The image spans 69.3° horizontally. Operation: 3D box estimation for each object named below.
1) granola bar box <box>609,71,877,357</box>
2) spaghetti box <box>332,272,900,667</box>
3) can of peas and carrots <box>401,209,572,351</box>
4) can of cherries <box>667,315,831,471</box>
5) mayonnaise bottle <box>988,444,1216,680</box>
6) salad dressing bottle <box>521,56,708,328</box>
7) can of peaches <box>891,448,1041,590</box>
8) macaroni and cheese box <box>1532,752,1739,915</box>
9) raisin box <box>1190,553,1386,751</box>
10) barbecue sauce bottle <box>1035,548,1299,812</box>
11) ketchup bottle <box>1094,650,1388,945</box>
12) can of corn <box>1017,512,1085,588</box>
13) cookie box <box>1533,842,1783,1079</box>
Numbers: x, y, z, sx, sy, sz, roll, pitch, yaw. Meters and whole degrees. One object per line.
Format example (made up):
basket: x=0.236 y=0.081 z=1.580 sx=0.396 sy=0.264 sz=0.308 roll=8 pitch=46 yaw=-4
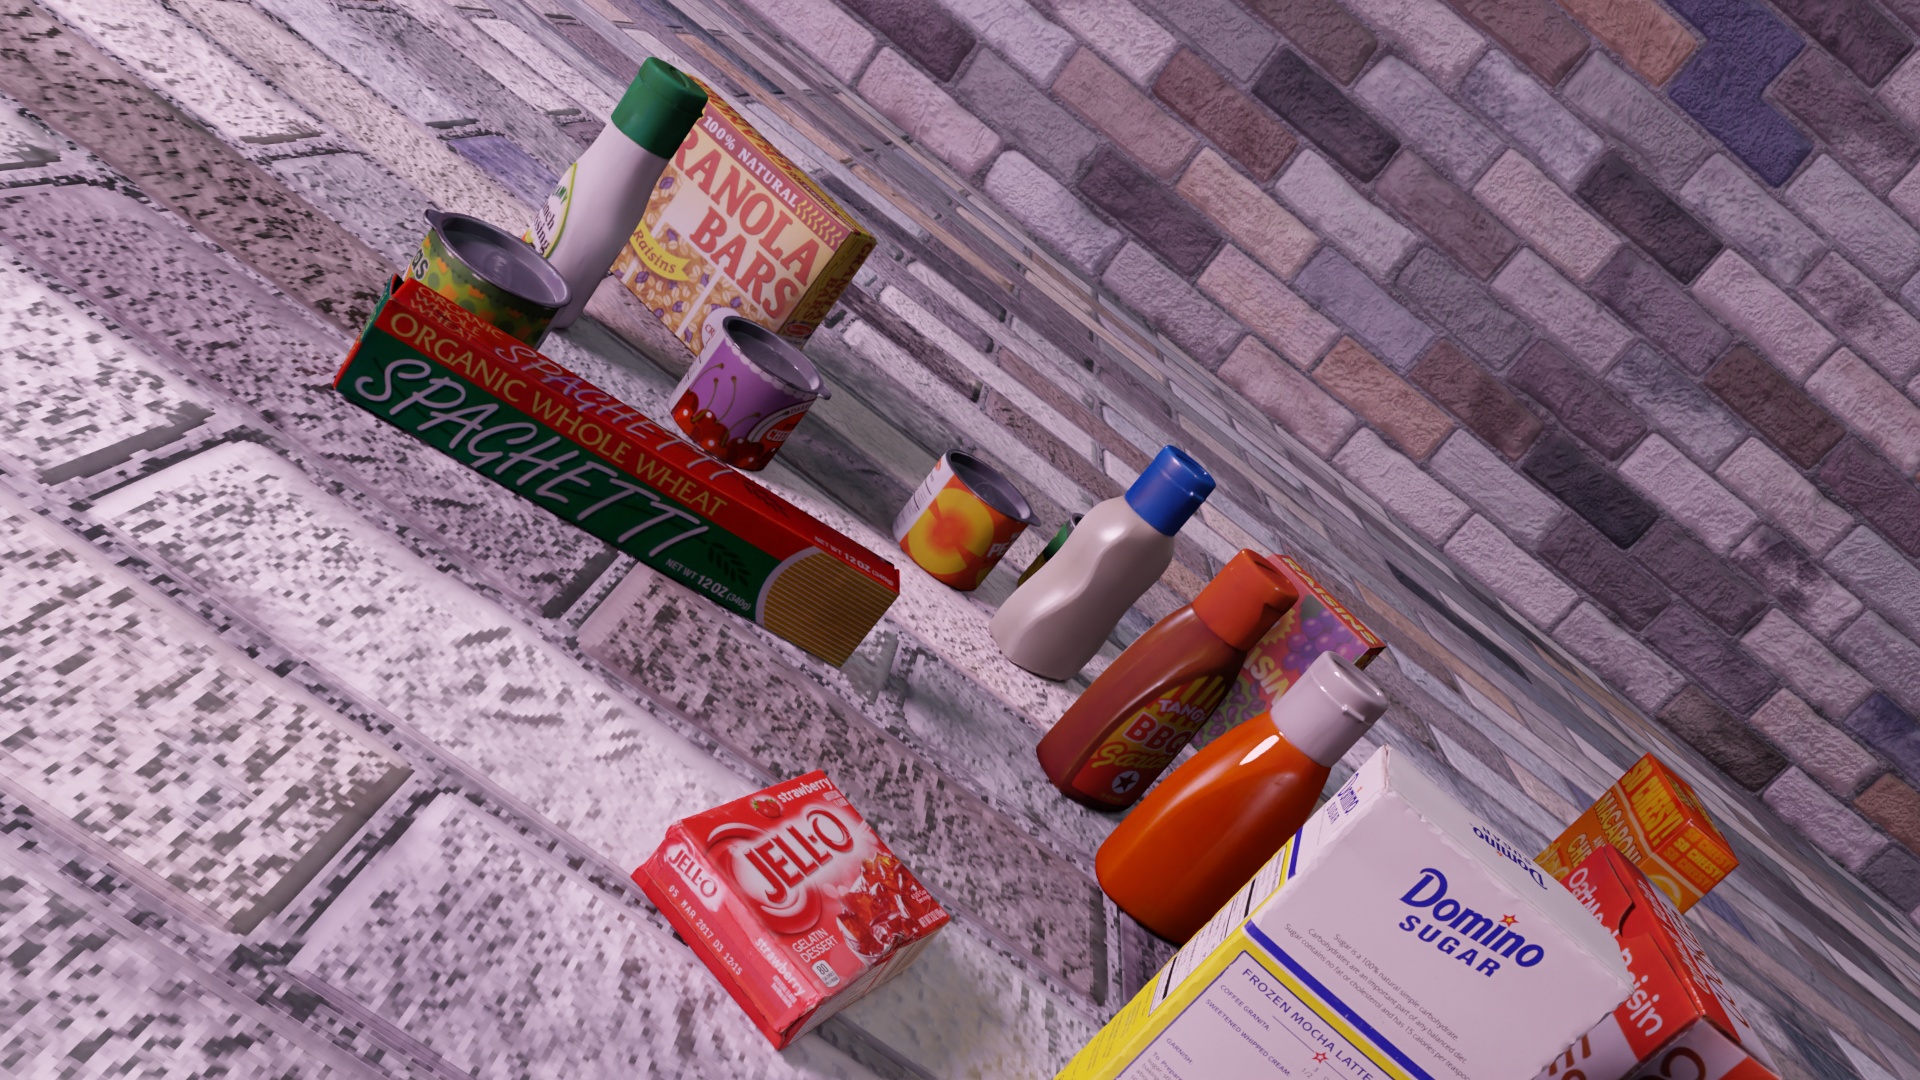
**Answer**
granola bar box: x=-0.149 y=-0.188 z=0.854 sx=0.166 sy=0.124 sz=0.039 roll=44 pitch=18 yaw=15
spaghetti box: x=-0.140 y=-0.024 z=0.598 sx=0.250 sy=0.050 sz=0.029 roll=32 pitch=19 yaw=-22
can of peas and carrots: x=-0.220 y=-0.105 z=0.621 sx=0.071 sy=0.058 sz=0.071 roll=35 pitch=18 yaw=-13
can of cherries: x=-0.116 y=-0.079 z=0.762 sx=0.071 sy=0.058 sz=0.072 roll=35 pitch=18 yaw=-13
mayonnaise bottle: x=0.083 y=0.013 z=0.783 sx=0.065 sy=0.147 sz=0.041 roll=24 pitch=23 yaw=-40
salad dressing bottle: x=-0.186 y=-0.181 z=0.726 sx=0.044 sy=0.147 sz=0.064 roll=27 pitch=21 yaw=-34
can of peaches: x=0.003 y=-0.010 z=0.829 sx=0.071 sy=0.058 sz=0.071 roll=35 pitch=18 yaw=-13
macaroni and cheese box: x=0.387 y=0.218 z=0.852 sx=0.040 sy=0.166 sz=0.124 roll=41 pitch=18 yaw=6
raisin box: x=0.188 y=0.081 z=0.863 sx=0.086 sy=0.123 sz=0.040 roll=48 pitch=19 yaw=25
barbecue sauce bottle: x=0.105 y=0.069 z=0.690 sx=0.065 sy=0.148 sz=0.044 roll=24 pitch=23 yaw=-39
ketchup bottle: x=0.129 y=0.115 z=0.626 sx=0.064 sy=0.148 sz=0.044 roll=35 pitch=18 yaw=-14
can of corn: x=0.080 y=0.025 z=0.893 sx=0.071 sy=0.058 sz=0.071 roll=35 pitch=18 yaw=-13
cookie box: x=0.219 y=0.211 z=0.541 sx=0.040 sy=0.167 sz=0.123 roll=39 pitch=18 yaw=-2
